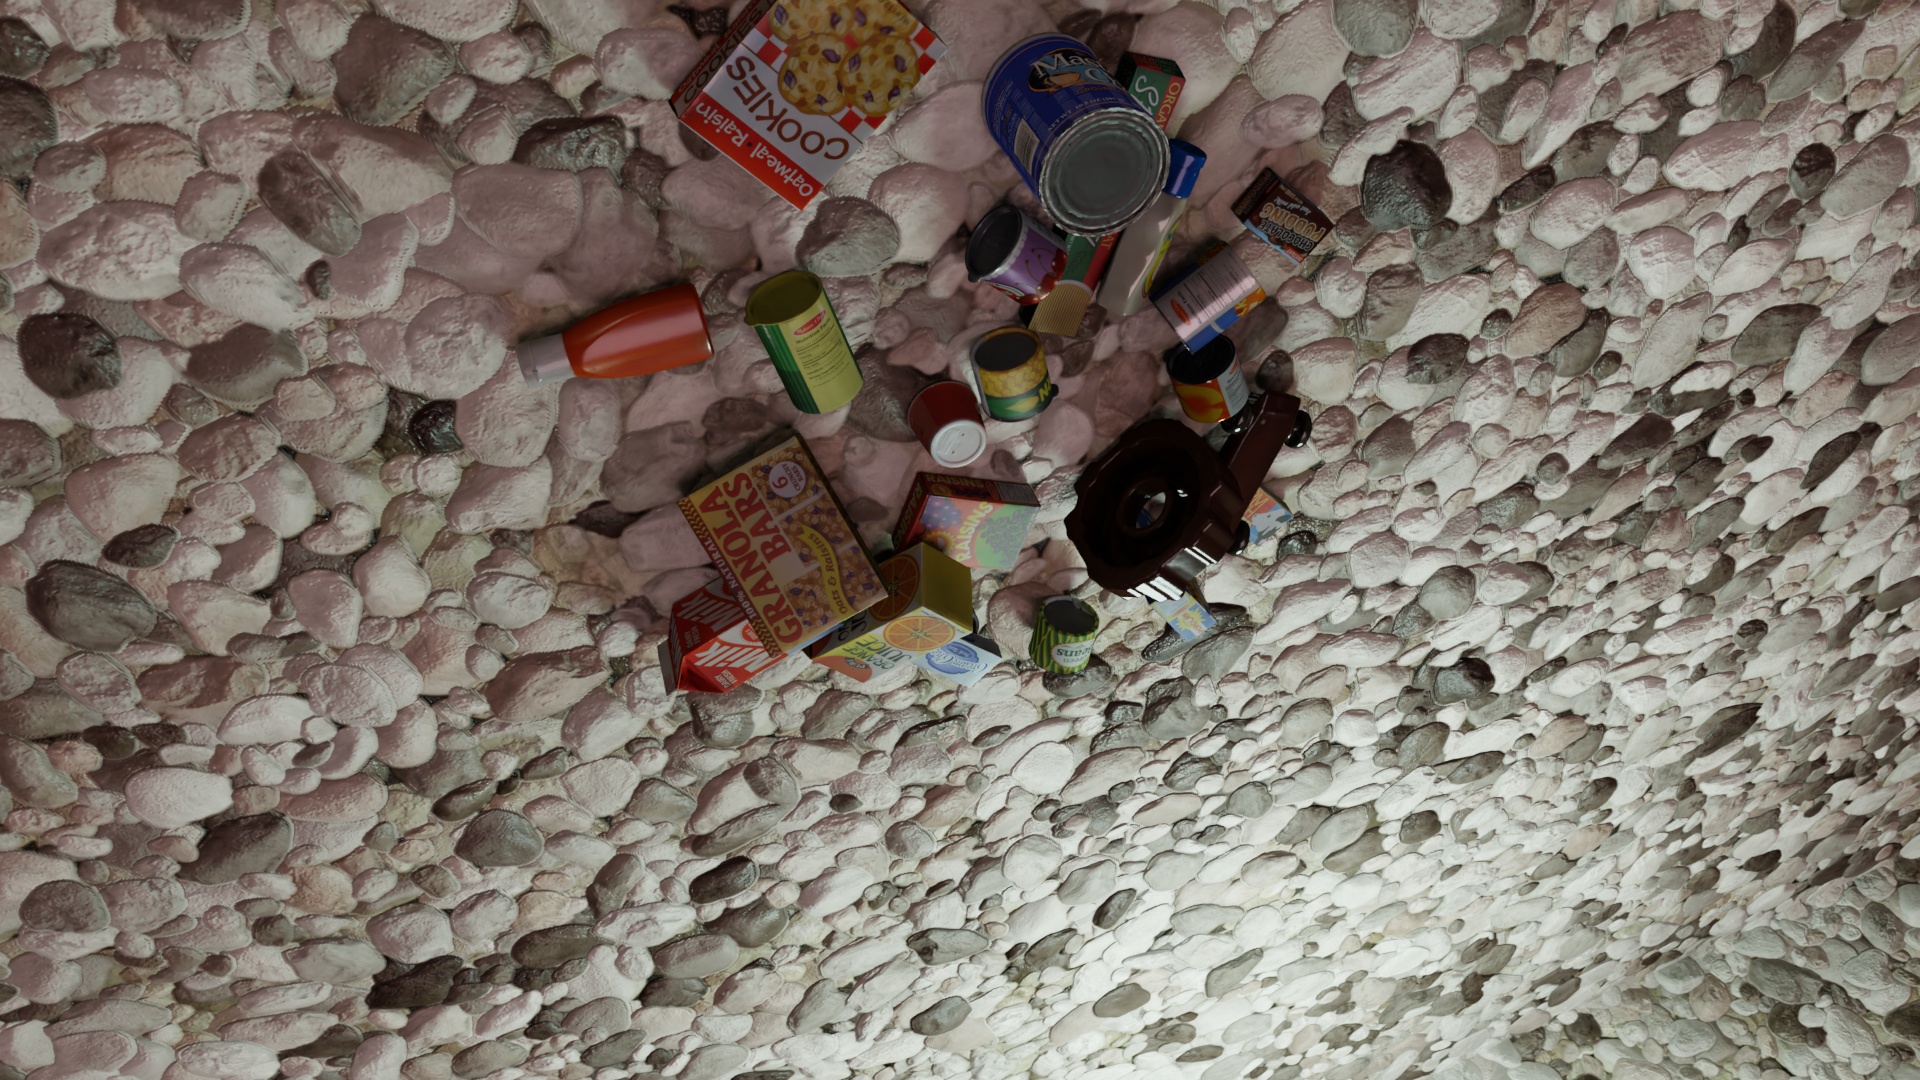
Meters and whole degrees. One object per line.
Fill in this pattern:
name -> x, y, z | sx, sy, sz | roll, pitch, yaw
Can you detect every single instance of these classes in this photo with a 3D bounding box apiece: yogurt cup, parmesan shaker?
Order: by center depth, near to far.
parmesan shaker -> -0.130, -0.161, 1.151 | 0.071, 0.071, 0.102 | -23, 135, -1
yogurt cup -> -0.009, -0.103, 1.262 | 0.072, 0.054, 0.072 | -11, 132, -12

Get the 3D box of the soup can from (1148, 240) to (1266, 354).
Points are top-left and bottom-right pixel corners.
soup can -> 0.222, -0.218, 1.248 | 0.083, 0.071, 0.071 | -37, 133, 11

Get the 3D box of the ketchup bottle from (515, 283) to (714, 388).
ketchup bottle -> -0.276, -0.158, 1.111 | 0.149, 0.044, 0.064 | -16, 133, -8

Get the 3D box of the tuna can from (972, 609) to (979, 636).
tuna can -> -0.015, 0.085, 1.441 | 0.071, 0.033, 0.070 | -11, 133, -12

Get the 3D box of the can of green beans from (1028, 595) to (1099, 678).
can of green beans -> 0.111, 0.101, 1.483 | 0.071, 0.071, 0.057 | -3, 130, -20

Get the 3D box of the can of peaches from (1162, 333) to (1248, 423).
can of peaches -> 0.231, -0.153, 1.309 | 0.071, 0.071, 0.058 | -29, 135, 4

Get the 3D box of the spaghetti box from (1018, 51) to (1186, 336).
spaghetti box -> 0.116, -0.285, 1.168 | 0.050, 0.029, 0.248 | 4, 128, -26

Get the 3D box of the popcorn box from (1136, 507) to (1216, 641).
popcorn box -> 0.206, 0.031, 1.417 | 0.038, 0.127, 0.085 | -34, 133, 15

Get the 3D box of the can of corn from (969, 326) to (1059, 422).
can of corn -> 0.048, -0.149, 1.235 | 0.071, 0.071, 0.058 | -21, 134, -3

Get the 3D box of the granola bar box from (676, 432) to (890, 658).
granola bar box -> -0.157, 0.004, 1.248 | 0.124, 0.039, 0.165 | -29, 98, 5

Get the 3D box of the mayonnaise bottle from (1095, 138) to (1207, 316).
mayonnaise bottle -> 0.163, -0.266, 1.183 | 0.041, 0.065, 0.147 | 29, 122, 9

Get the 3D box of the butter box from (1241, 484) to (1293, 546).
butter box -> 0.303, -0.037, 1.469 | 0.053, 0.024, 0.103 | -44, 132, 17

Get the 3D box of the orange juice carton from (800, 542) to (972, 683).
orange juice carton -> -0.082, 0.080, 1.360 | 0.192, 0.073, 0.071 | -27, 139, 33

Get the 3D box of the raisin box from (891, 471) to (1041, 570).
raisin box -> 0.005, -0.017, 1.355 | 0.123, 0.040, 0.085 | 6, 128, -25

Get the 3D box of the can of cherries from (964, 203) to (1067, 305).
can of cherries -> 0.045, -0.235, 1.157 | 0.058, 0.072, 0.071 | 25, 117, -38

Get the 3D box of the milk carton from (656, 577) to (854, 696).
milk carton -> -0.206, 0.079, 1.330 | 0.190, 0.072, 0.073 | -29, 135, 5

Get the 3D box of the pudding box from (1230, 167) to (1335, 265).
pudding box -> 0.287, -0.287, 1.235 | 0.083, 0.030, 0.049 | 25, 118, -36

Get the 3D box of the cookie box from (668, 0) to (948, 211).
cookie box -> -0.112, -0.342, 1.018 | 0.167, 0.040, 0.123 | -44, 131, 17

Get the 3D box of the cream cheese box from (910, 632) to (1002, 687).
cream cheese box -> -0.012, 0.113, 1.426 | 0.104, 0.024, 0.053 | 27, 118, -38
